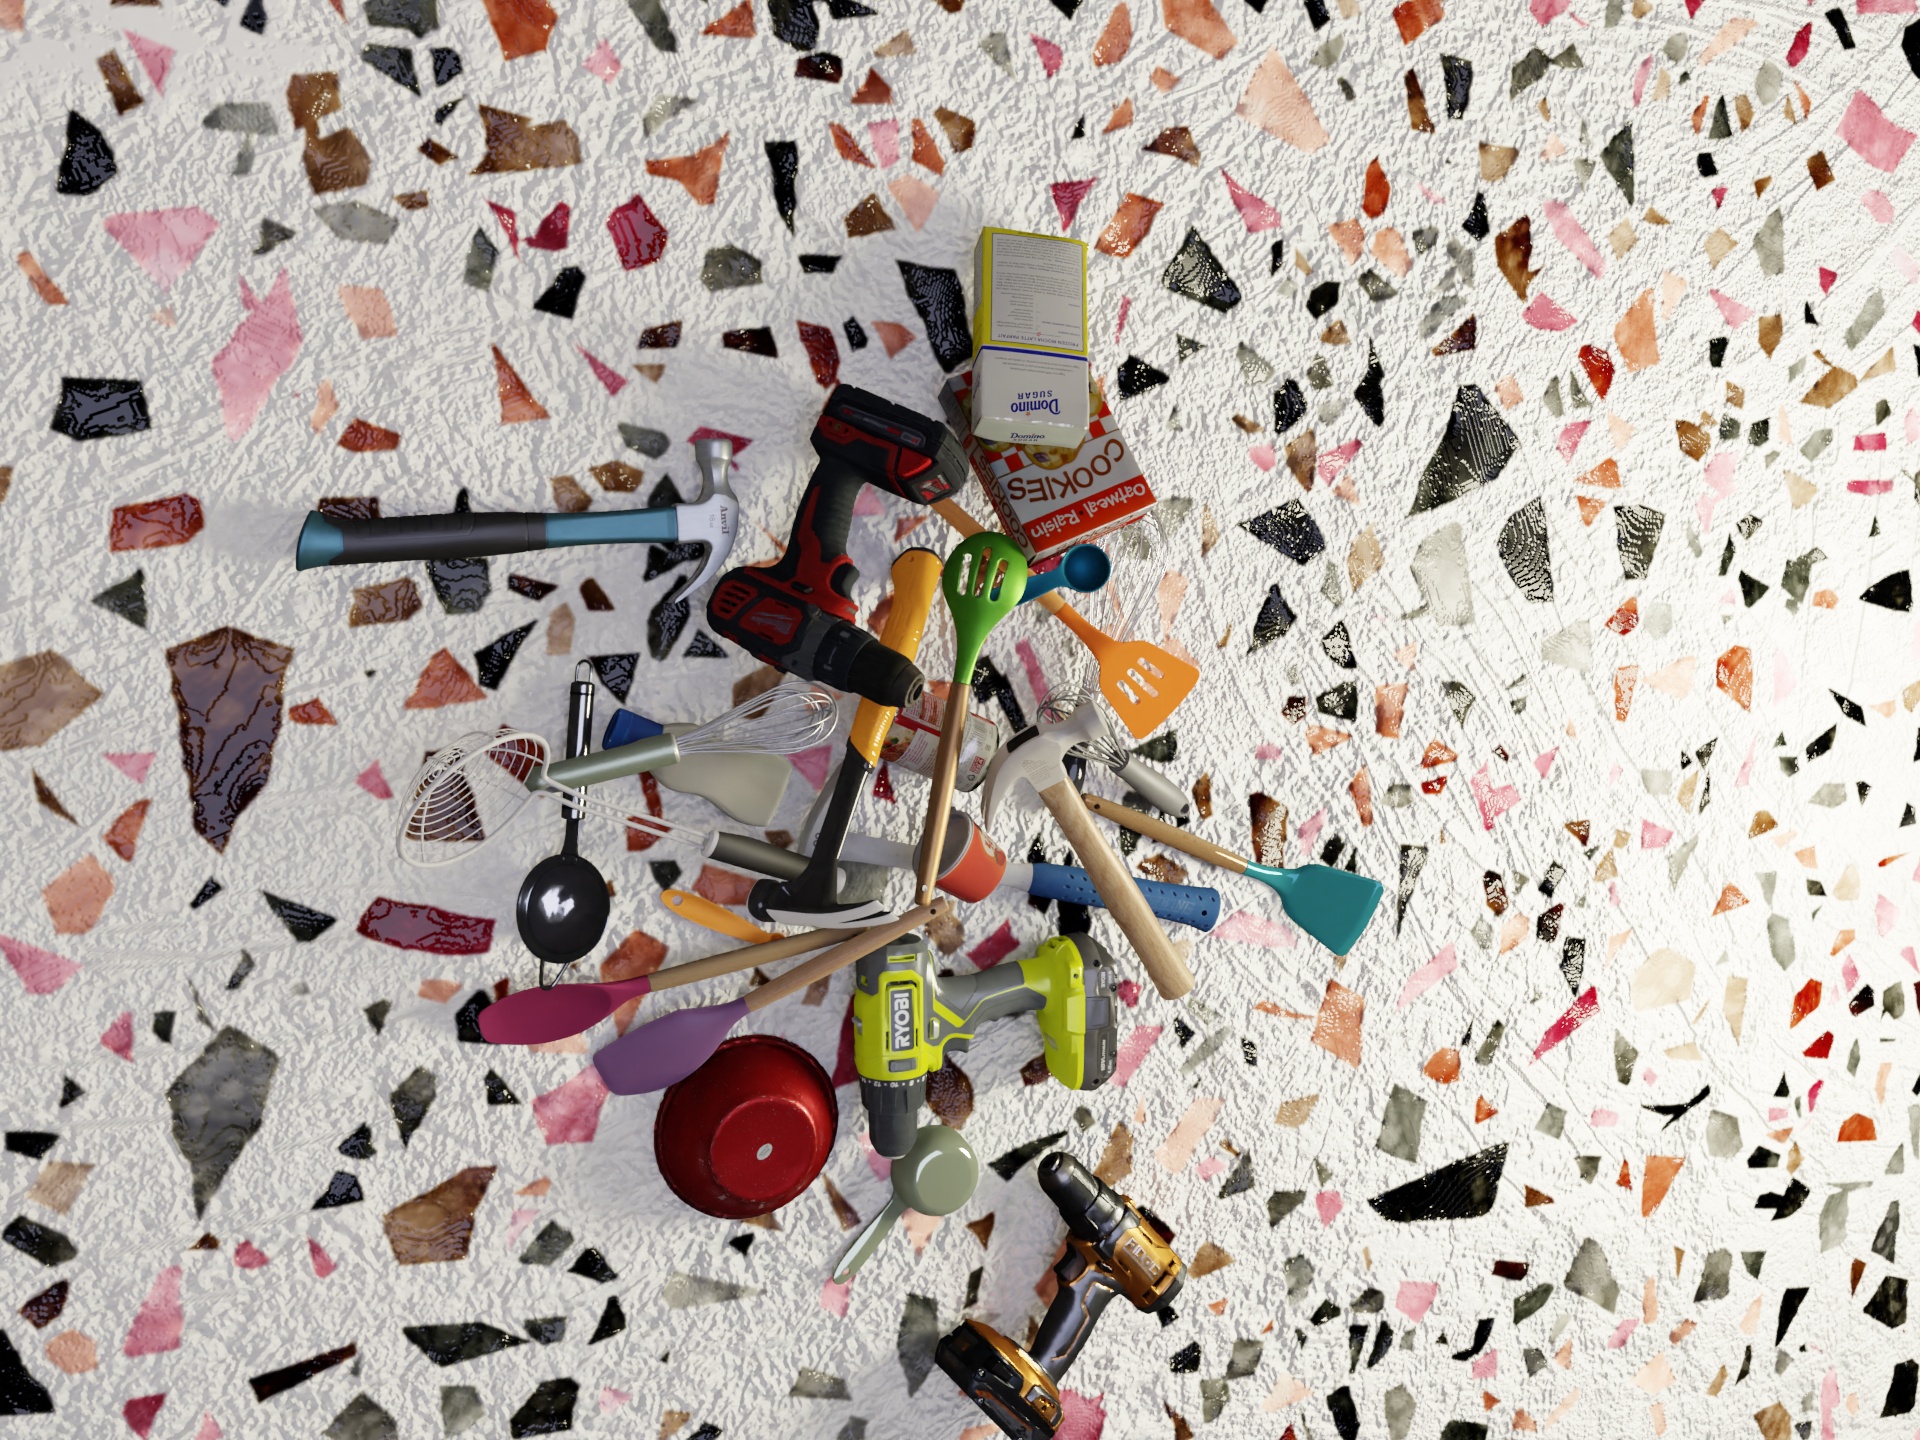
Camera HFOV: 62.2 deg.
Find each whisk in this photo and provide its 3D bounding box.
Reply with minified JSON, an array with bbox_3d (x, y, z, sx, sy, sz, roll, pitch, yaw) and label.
[{"bbox_3d":[-0.214,0.018,1.234,0.246,0.057,0.059,-14,67,-12],"label":"whisk"},{"bbox_3d":[0.122,-0.050,1.405,0.070,0.070,0.284,13,96,-23],"label":"whisk"},{"bbox_3d":[0.140,0.032,1.391,0.238,0.055,0.055,36,82,-45],"label":"whisk"}]

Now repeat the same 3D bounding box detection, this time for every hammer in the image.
[{"bbox_3d":[0.052,0.132,1.404,0.405,0.035,0.144,12,92,-23],"label":"hammer"},{"bbox_3d":[0.123,0.131,1.371,0.130,0.031,0.331,-27,123,8],"label":"hammer"},{"bbox_3d":[-0.332,-0.146,1.217,0.331,0.033,0.128,-6,97,-21],"label":"hammer"},{"bbox_3d":[-0.066,0.006,1.264,0.034,0.127,0.337,45,53,-46],"label":"hammer"}]

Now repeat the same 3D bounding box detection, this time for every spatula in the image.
[{"bbox_3d":[0.066,-0.112,1.354,0.322,0.041,0.081,41,97,-5],"label":"spatula"},{"bbox_3d":[0.247,0.130,1.479,0.317,0.044,0.082,23,103,-21],"label":"spatula"},{"bbox_3d":[-0.151,0.224,1.310,0.316,0.018,0.059,-28,108,-3],"label":"spatula"}]

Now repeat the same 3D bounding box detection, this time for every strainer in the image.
[{"bbox_3d":[-0.303,0.081,1.251,0.087,0.050,0.258,4,89,21],"label":"strainer"}]

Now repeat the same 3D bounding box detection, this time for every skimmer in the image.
[{"bbox_3d":[-0.240,0.095,1.198,0.363,0.090,0.127,21,117,-30],"label":"skimmer"}]

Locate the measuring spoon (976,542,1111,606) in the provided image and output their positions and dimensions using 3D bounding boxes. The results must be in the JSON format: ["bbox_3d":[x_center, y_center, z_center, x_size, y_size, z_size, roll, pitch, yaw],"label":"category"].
[{"bbox_3d":[0.063,-0.111,1.328,0.128,0.021,0.042,-20,84,-1],"label":"measuring spoon"}]

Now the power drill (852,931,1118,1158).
[{"bbox_3d":[0.017,0.276,1.386,0.228,0.080,0.190,-3,96,-19],"label":"power drill"}]

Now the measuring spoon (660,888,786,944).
[{"bbox_3d":[-0.197,0.166,1.322,0.116,0.011,0.021,27,86,-19],"label":"measuring spoon"}]

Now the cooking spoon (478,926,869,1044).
[{"bbox_3d":[-0.227,0.206,1.288,0.319,0.017,0.068,-13,133,-15],"label":"cooking spoon"}]

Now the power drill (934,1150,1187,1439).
[{"bbox_3d":[0.080,0.519,1.438,0.226,0.084,0.185,-45,109,-16],"label":"power drill"}]

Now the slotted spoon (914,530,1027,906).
[{"bbox_3d":[-0.002,-0.004,1.295,0.070,0.031,0.314,10,86,9],"label":"slotted spoon"}]

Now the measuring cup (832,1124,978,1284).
[{"bbox_3d":[-0.050,0.432,1.394,0.167,0.038,0.083,-48,111,-13],"label":"measuring cup"}]

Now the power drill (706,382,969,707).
[{"bbox_3d":[-0.076,-0.131,1.256,0.188,0.080,0.227,26,84,18],"label":"power drill"}]
